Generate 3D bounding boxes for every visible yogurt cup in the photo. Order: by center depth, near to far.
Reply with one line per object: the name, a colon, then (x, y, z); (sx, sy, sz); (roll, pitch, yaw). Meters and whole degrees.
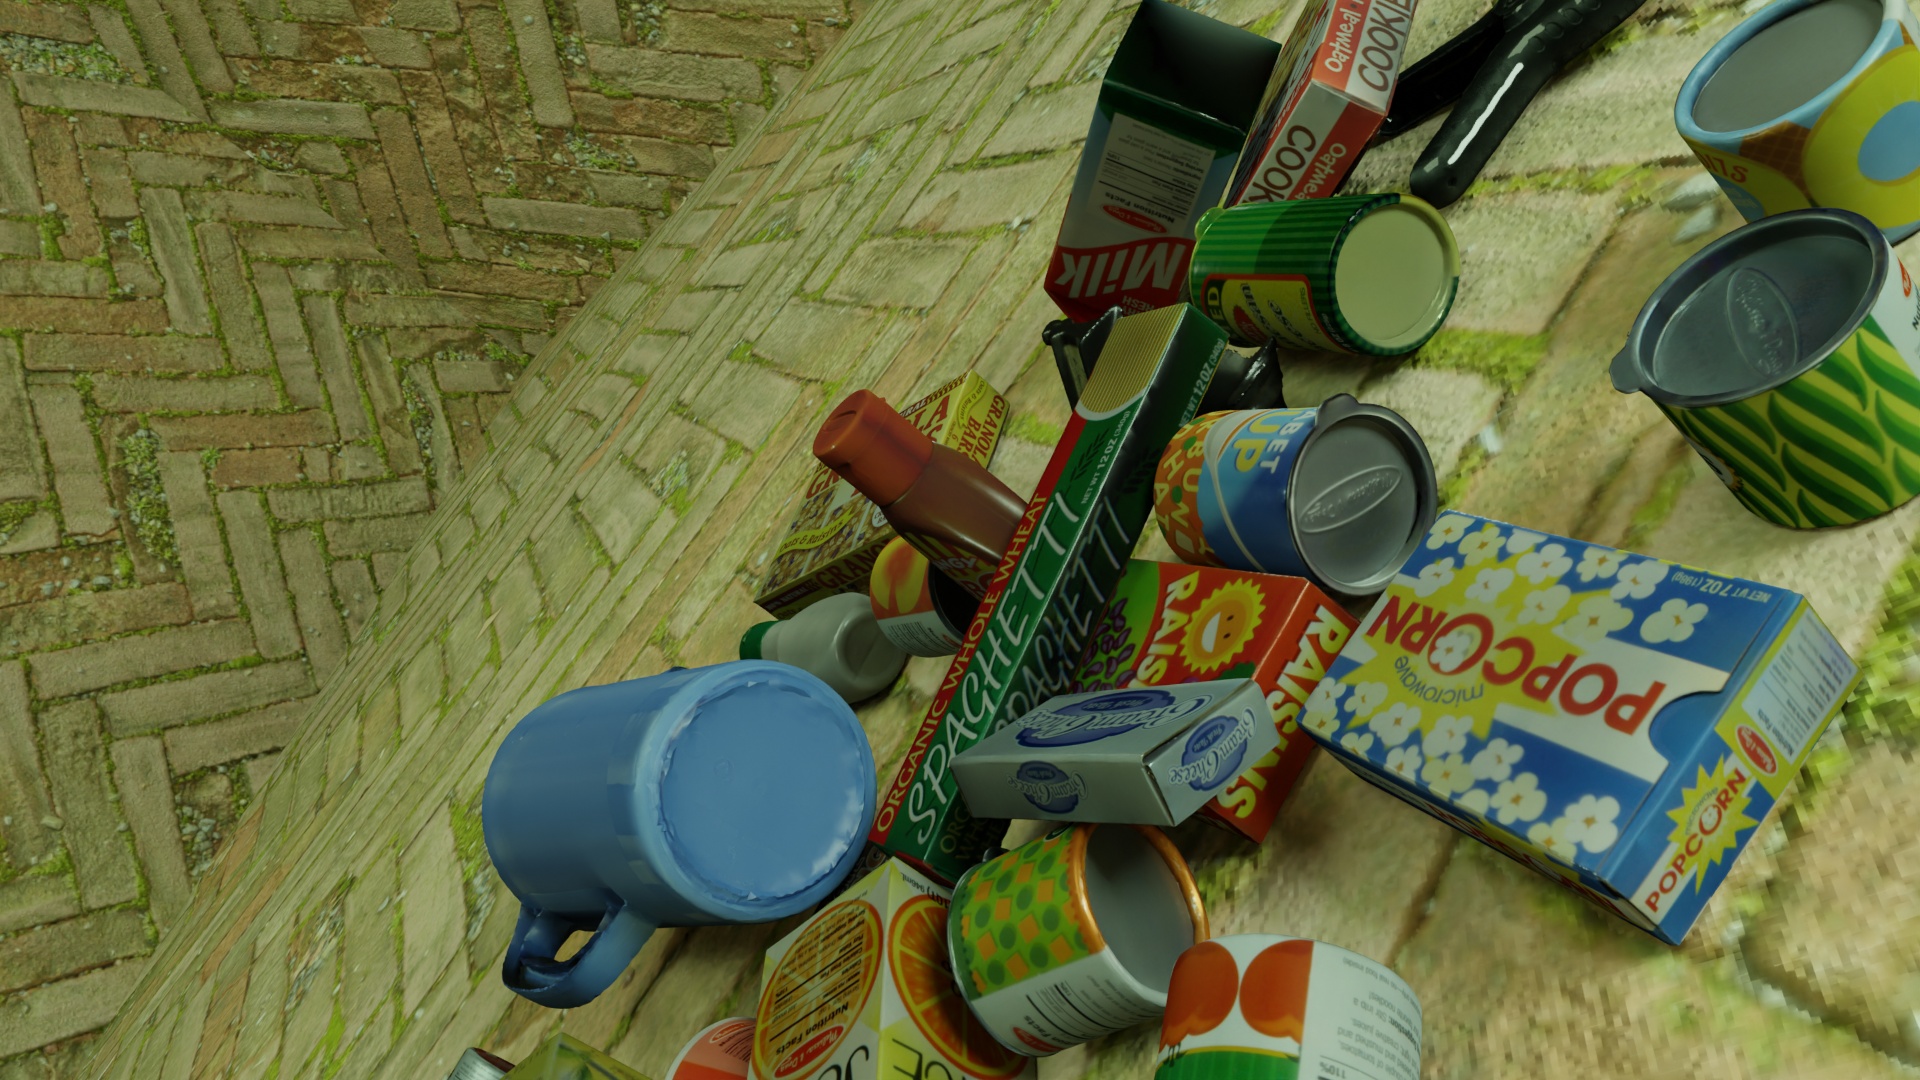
yogurt cup: (-0.072, 0.218, 0.524); (0.054, 0.072, 0.073); (-12, 44, 44)

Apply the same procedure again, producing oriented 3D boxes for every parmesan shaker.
parmesan shaker: (0.151, -0.115, 0.595); (0.071, 0.071, 0.103); (-53, 23, -5)

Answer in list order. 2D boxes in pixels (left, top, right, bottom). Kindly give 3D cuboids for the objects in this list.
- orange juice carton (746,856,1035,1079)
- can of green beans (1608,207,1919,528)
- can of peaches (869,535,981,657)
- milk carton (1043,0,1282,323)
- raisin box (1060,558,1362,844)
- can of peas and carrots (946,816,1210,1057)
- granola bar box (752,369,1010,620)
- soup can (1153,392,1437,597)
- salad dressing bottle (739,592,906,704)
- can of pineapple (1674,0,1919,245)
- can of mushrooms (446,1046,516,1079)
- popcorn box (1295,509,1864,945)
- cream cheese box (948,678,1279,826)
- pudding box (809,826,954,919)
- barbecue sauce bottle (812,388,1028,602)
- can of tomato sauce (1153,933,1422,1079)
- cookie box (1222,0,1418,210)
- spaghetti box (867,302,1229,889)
orange juice carton: (-0.024, 0.206, 0.441); (0.073, 0.071, 0.194); (-41, 25, 24)
can of green beans: (0.226, -0.045, 0.374); (0.071, 0.057, 0.071); (-40, 26, 24)
can of peaches: (-0.002, 0.021, 0.679); (0.058, 0.071, 0.071); (-16, 42, 55)
milk carton: (0.097, -0.178, 0.731); (0.189, 0.073, 0.073); (106, -172, -58)
raisin box: (0.081, 0.054, 0.515); (0.086, 0.040, 0.123); (-57, 23, -13)
can of peas and carrots: (0.039, 0.125, 0.452); (0.058, 0.071, 0.071); (-34, 29, 33)
granola bar box: (-0.049, -0.022, 0.862); (0.165, 0.039, 0.125); (-26, 34, 45)
soup can: (0.120, -0.019, 0.511); (0.071, 0.071, 0.084); (-56, 24, -12)
salad dressing bottle: (-0.084, 0.063, 0.798); (0.147, 0.044, 0.064); (-8, 50, 59)
can of pineapple: (0.263, -0.127, 0.426); (0.070, 0.058, 0.071); (-40, 26, 24)
can of mushrooms: (-0.230, 0.288, 0.705); (0.071, 0.071, 0.033); (-9, 47, 57)
popcorn box: (0.162, 0.044, 0.385); (0.085, 0.038, 0.127); (-52, 23, -5)
cream cheese box: (0.047, 0.068, 0.447); (0.053, 0.024, 0.103); (-28, 8, -34)
pudding box: (-0.041, 0.167, 0.583); (0.084, 0.030, 0.049); (-56, 23, -11)
barbecue sauce bottle: (0.002, -0.008, 0.610); (0.064, 0.148, 0.044); (-8, 47, 58)
can of tomato sauce: (0.077, 0.151, 0.345); (0.071, 0.071, 0.083); (-29, 31, 42)
cookie box: (0.179, -0.223, 0.686); (0.122, 0.040, 0.168); (116, 178, -58)
spaghetti box: (0.037, 0.017, 0.551); (0.050, 0.028, 0.251); (-3, 58, 60)
